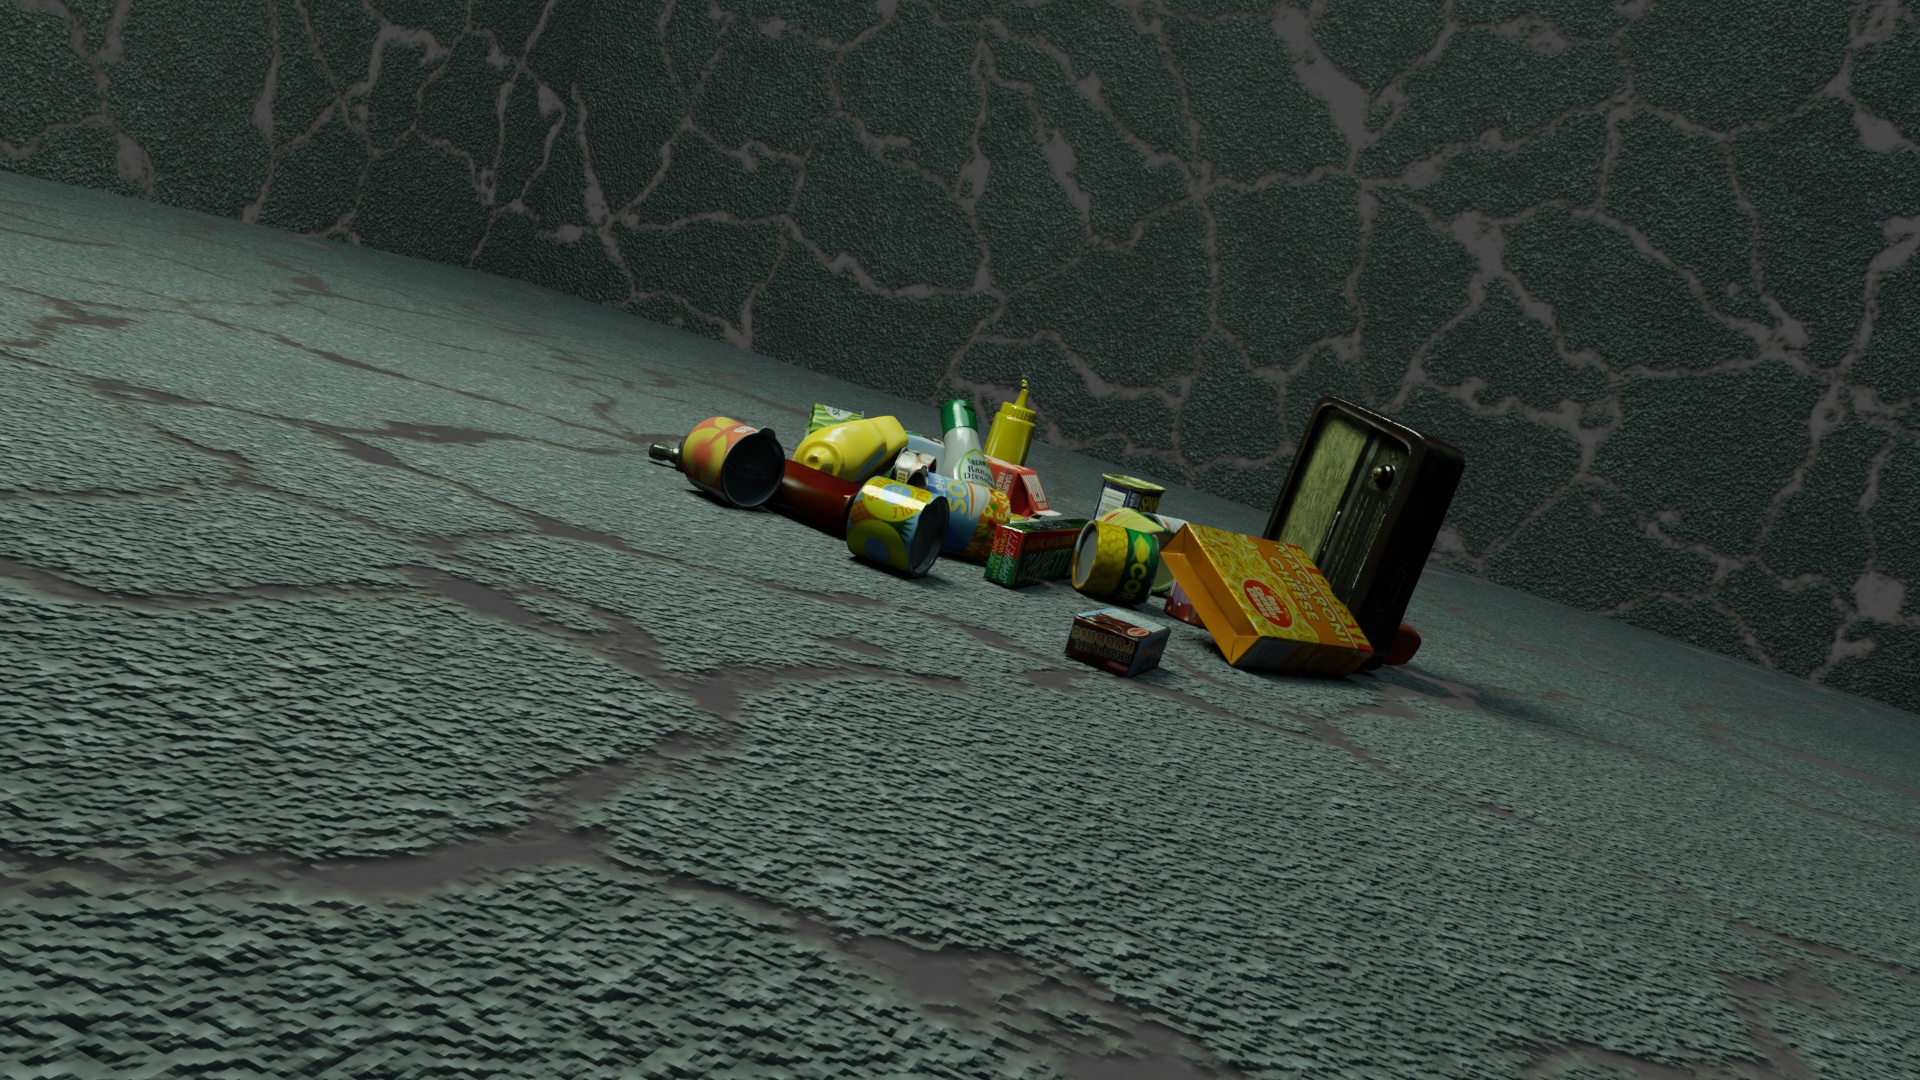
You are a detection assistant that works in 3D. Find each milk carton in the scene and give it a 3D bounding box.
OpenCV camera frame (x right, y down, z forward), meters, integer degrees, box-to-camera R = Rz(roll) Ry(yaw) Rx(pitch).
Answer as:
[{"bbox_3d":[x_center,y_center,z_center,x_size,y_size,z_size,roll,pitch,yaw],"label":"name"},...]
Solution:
[{"bbox_3d":[0.011,-0.055,1.465,0.191,0.073,0.072,19,8,14],"label":"milk carton"}]

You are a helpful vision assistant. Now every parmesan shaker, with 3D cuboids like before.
[{"bbox_3d":[0.175,0.012,1.380,0.071,0.071,0.103,14,9,-16],"label":"parmesan shaker"}]

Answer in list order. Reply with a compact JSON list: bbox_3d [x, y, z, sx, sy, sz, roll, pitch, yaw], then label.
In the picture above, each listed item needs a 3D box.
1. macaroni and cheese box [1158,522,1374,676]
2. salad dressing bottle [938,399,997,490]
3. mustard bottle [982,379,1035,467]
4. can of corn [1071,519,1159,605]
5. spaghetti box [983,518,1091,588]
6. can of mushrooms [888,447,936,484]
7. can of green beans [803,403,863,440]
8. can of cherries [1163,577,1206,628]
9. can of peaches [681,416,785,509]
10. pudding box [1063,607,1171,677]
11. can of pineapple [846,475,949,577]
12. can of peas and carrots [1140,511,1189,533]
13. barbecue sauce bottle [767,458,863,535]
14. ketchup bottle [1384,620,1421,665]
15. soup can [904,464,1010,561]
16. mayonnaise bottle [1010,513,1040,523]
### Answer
[{"bbox_3d":[0.259,0.051,1.162,0.166,0.040,0.124,9,41,-42],"label":"macaroni and cheese box"},{"bbox_3d":[0.005,-0.075,1.390,0.064,0.043,0.148,22,45,-36],"label":"salad dressing bottle"},{"bbox_3d":[0.052,-0.103,1.560,0.049,0.160,0.065,17,9,-7],"label":"mustard bottle"},{"bbox_3d":[0.137,0.021,1.233,0.058,0.071,0.071,14,8,-13],"label":"can of corn"},{"bbox_3d":[0.081,0.009,1.252,0.029,0.050,0.250,17,8,20],"label":"spaghetti box"},{"bbox_3d":[-0.049,-0.056,1.373,0.033,0.071,0.071,18,8,7],"label":"can of mushrooms"},{"bbox_3d":[-0.150,-0.122,1.619,0.058,0.071,0.071,15,8,-11],"label":"can of green beans"},{"bbox_3d":[0.221,0.045,1.257,0.071,0.058,0.071,16,9,-2],"label":"can of cherries"},{"bbox_3d":[-0.189,-0.068,1.158,0.058,0.071,0.071,21,9,40],"label":"can of peaches"},{"bbox_3d":[0.110,0.070,0.966,0.050,0.030,0.084,21,9,21],"label":"pudding box"},{"bbox_3d":[-0.048,-0.013,1.071,0.058,0.071,0.071,18,8,19],"label":"can of pineapple"},{"bbox_3d":[0.209,0.007,1.471,0.059,0.071,0.071,10,10,-40],"label":"can of peas and carrots"},{"bbox_3d":[-0.137,-0.043,1.195,0.149,0.043,0.065,21,9,31],"label":"barbecue sauce bottle"},{"bbox_3d":[0.387,0.064,1.376,0.065,0.043,0.149,21,20,-36],"label":"ketchup bottle"},{"bbox_3d":[-0.006,-0.024,1.224,0.084,0.071,0.071,13,8,-23],"label":"soup can"},{"bbox_3d":[0.005,-0.016,1.298,0.148,0.041,0.065,15,8,-16],"label":"mayonnaise bottle"}]
